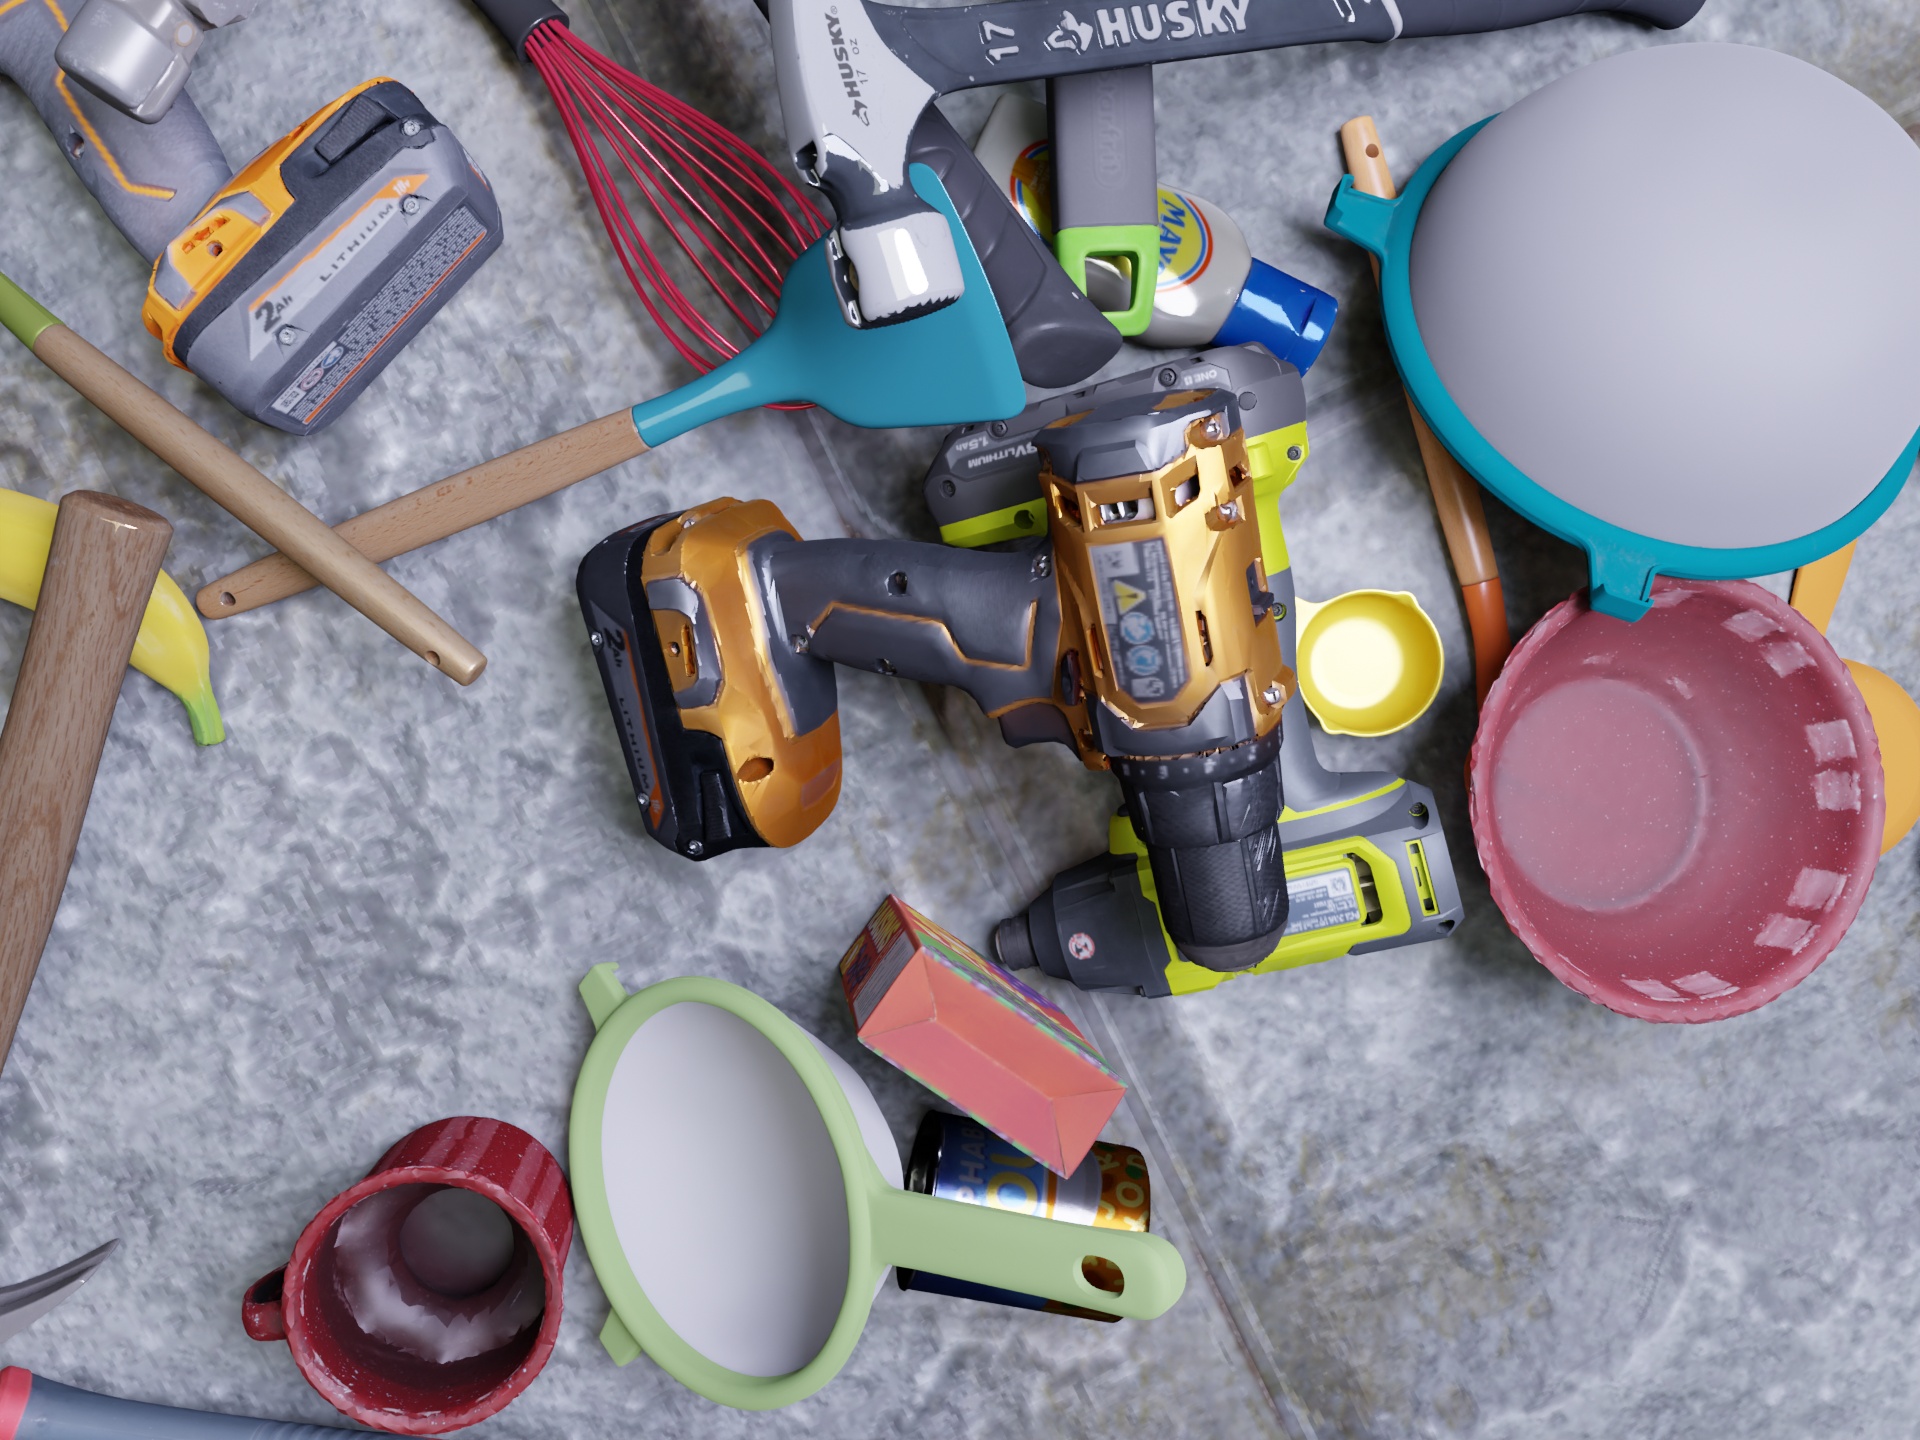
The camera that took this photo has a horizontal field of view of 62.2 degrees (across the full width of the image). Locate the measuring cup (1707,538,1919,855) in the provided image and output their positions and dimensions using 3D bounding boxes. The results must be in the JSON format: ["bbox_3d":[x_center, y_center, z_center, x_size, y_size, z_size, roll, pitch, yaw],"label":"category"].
[{"bbox_3d":[0.347,-0.024,0.631,0.095,0.052,0.173,13,94,-6],"label":"measuring cup"}]

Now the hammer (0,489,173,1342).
[{"bbox_3d":[-0.338,0.081,0.560,0.130,0.031,0.331,20,99,-9],"label":"hammer"}]

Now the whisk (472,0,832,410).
[{"bbox_3d":[-0.137,-0.230,0.570,0.073,0.073,0.296,-40,90,-2],"label":"whisk"}]

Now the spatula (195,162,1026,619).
[{"bbox_3d":[-0.135,-0.090,0.541,0.317,0.044,0.082,-19,109,14],"label":"spatula"}]

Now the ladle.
[{"bbox_3d":[-0.297,-0.108,0.538,0.320,0.062,0.078,38,131,0],"label":"ladle"}]

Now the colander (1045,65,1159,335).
[{"bbox_3d":[0.036,-0.336,0.563,0.204,0.094,0.397,-4,99,-8],"label":"colander"}]

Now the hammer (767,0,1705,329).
[{"bbox_3d":[0.118,-0.241,0.525,0.409,0.036,0.149,-21,100,-29],"label":"hammer"}]

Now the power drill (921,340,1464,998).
[{"bbox_3d":[0.073,-0.011,0.584,0.171,0.080,0.223,-14,98,15],"label":"power drill"}]

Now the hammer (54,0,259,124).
[{"bbox_3d":[-0.354,-0.319,0.498,0.359,0.036,0.149,27,85,11],"label":"hammer"}]

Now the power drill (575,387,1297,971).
[{"bbox_3d":[-0.001,-0.002,0.533,0.226,0.084,0.185,-6,107,25],"label":"power drill"}]

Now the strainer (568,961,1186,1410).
[{"bbox_3d":[-0.028,0.161,0.547,0.256,0.069,0.151,-2,92,36],"label":"strainer"}]

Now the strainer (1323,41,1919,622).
[{"bbox_3d":[0.319,-0.187,0.571,0.340,0.095,0.211,-24,73,-15],"label":"strainer"}]

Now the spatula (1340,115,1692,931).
[{"bbox_3d":[0.201,-0.079,0.619,0.081,0.041,0.322,-17,94,-9],"label":"spatula"}]

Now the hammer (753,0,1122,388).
[{"bbox_3d":[-0.059,-0.248,0.522,0.035,0.146,0.335,-37,92,35],"label":"hammer"}]

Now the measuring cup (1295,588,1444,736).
[{"bbox_3d":[0.115,-0.047,0.625,0.156,0.029,0.062,30,95,5],"label":"measuring cup"}]

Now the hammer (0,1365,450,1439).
[{"bbox_3d":[-0.168,0.283,0.587,0.386,0.143,0.038,5,60,4],"label":"hammer"}]

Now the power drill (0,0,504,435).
[{"bbox_3d":[-0.270,-0.228,0.544,0.226,0.084,0.164,43,89,-3],"label":"power drill"}]
